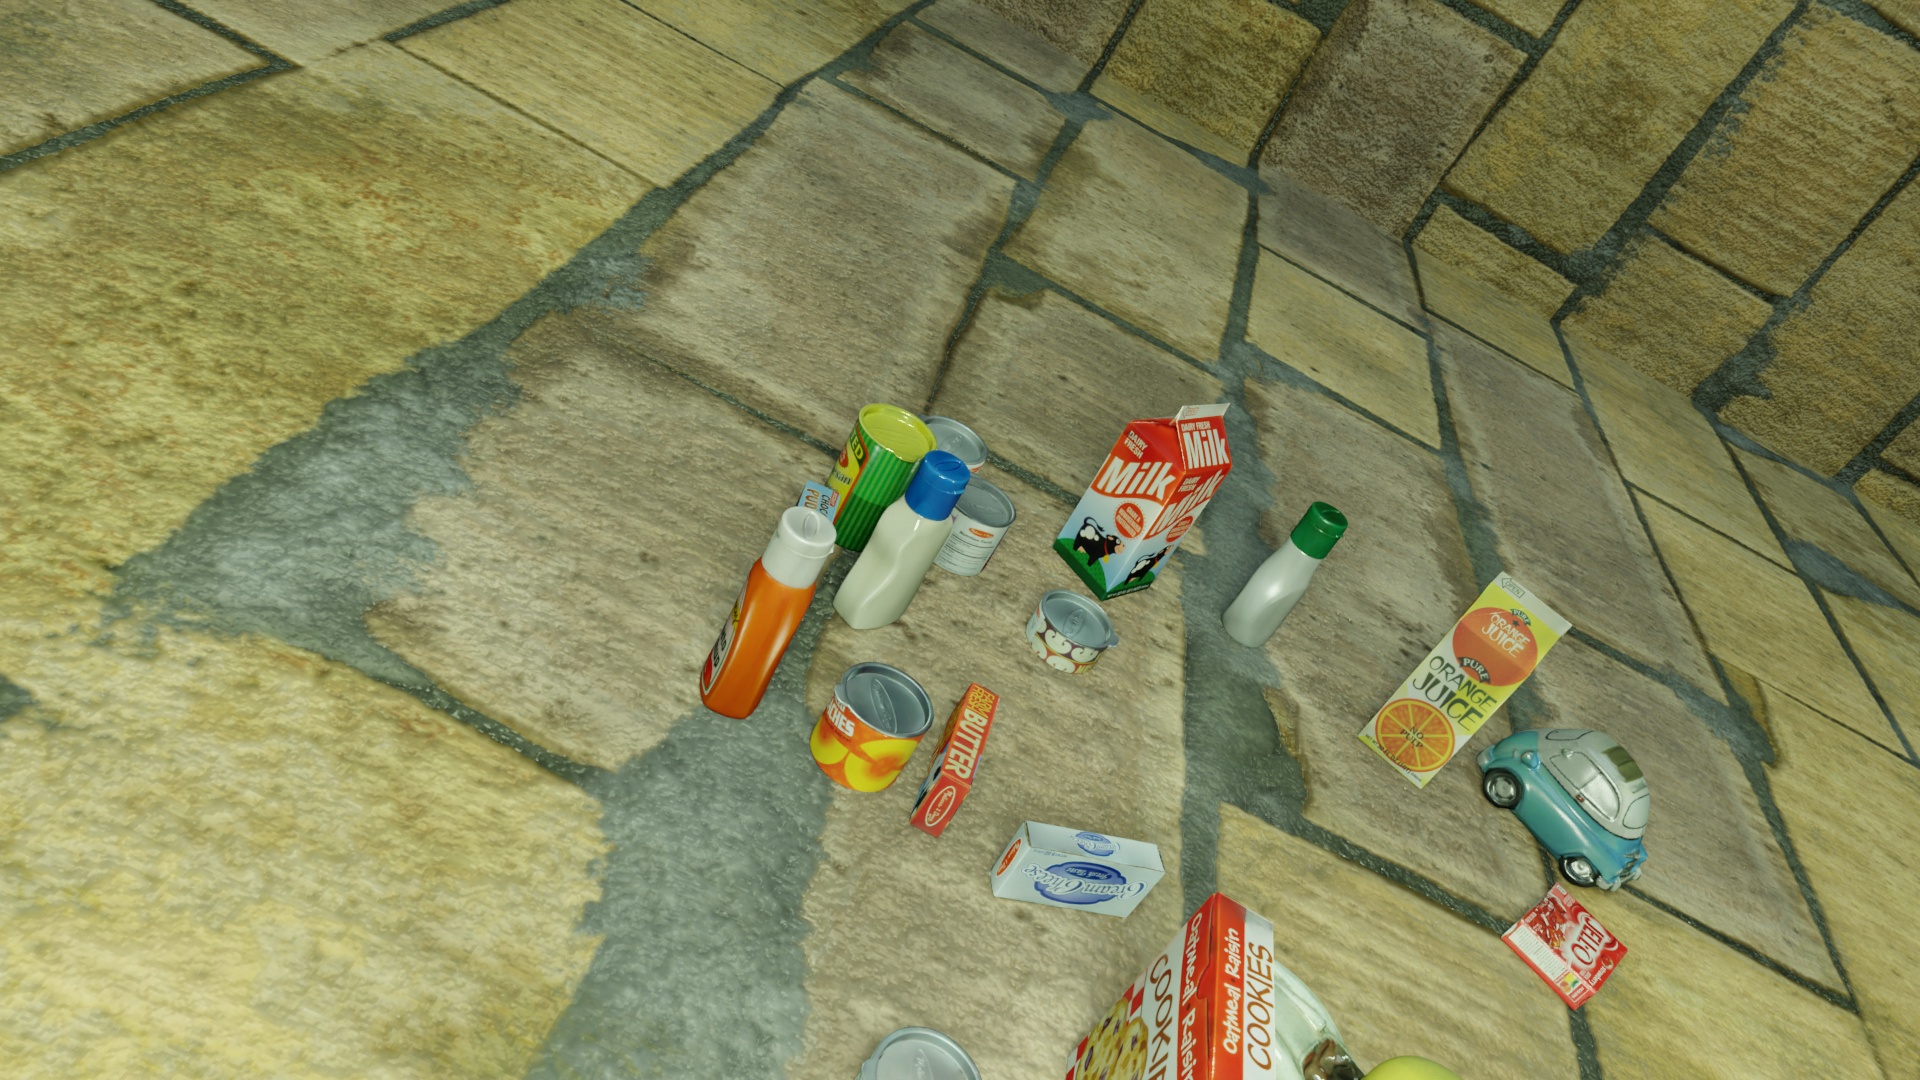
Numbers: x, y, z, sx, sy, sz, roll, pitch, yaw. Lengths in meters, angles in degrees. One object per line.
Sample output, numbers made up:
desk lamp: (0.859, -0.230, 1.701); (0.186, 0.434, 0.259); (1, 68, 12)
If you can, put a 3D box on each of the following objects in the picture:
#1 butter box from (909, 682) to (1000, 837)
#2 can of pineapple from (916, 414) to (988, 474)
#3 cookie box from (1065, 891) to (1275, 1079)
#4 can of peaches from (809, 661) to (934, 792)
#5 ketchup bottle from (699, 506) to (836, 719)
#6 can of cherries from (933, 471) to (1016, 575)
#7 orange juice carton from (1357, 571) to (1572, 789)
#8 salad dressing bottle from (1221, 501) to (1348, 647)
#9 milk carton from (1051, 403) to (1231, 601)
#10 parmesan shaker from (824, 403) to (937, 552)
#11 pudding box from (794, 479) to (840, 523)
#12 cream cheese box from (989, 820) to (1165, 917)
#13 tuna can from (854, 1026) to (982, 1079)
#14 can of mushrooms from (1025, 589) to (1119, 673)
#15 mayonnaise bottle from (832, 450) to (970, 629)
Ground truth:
butter box: (-0.003, 0.146, 0.936); (0.024, 0.053, 0.104); (28, 32, -3)
can of pineapple: (-0.019, -0.068, 1.215); (0.071, 0.057, 0.071); (21, 33, -14)
cookie box: (0.104, 0.283, 0.726); (0.040, 0.166, 0.123); (27, 32, -6)
can of peaches: (-0.061, 0.123, 0.917); (0.071, 0.057, 0.071); (21, 33, -14)
ketchup bottle: (-0.123, 0.044, 0.891); (0.043, 0.148, 0.065); (21, 33, -15)
can of cherries: (0.004, -0.015, 1.158); (0.071, 0.058, 0.072); (21, 33, -14)
orange juice carton: (0.435, 0.117, 1.196); (0.072, 0.191, 0.073); (41, 33, 17)
salad dressing bottle: (0.290, 0.031, 1.241); (0.064, 0.147, 0.044); (-6, 47, -44)
milk carton: (0.165, -0.043, 1.203); (0.072, 0.189, 0.073); (-10, 49, -46)
parmesan shaker: (-0.069, -0.047, 1.102); (0.071, 0.102, 0.072); (21, 33, -14)
pudding box: (-0.118, -0.003, 1.052); (0.030, 0.049, 0.084); (24, 33, -10)
cream cheese box: (0.076, 0.215, 0.904); (0.104, 0.053, 0.024); (15, 35, -23)
tuna can: (-0.025, 0.295, 0.733); (0.071, 0.032, 0.071); (21, 33, -14)
can of mushrooms: (0.090, 0.075, 1.127); (0.071, 0.033, 0.071); (21, 33, -14)
mayonnaise bottle: (-0.040, 0.000, 1.019); (0.065, 0.147, 0.041); (-14, 53, -48)
